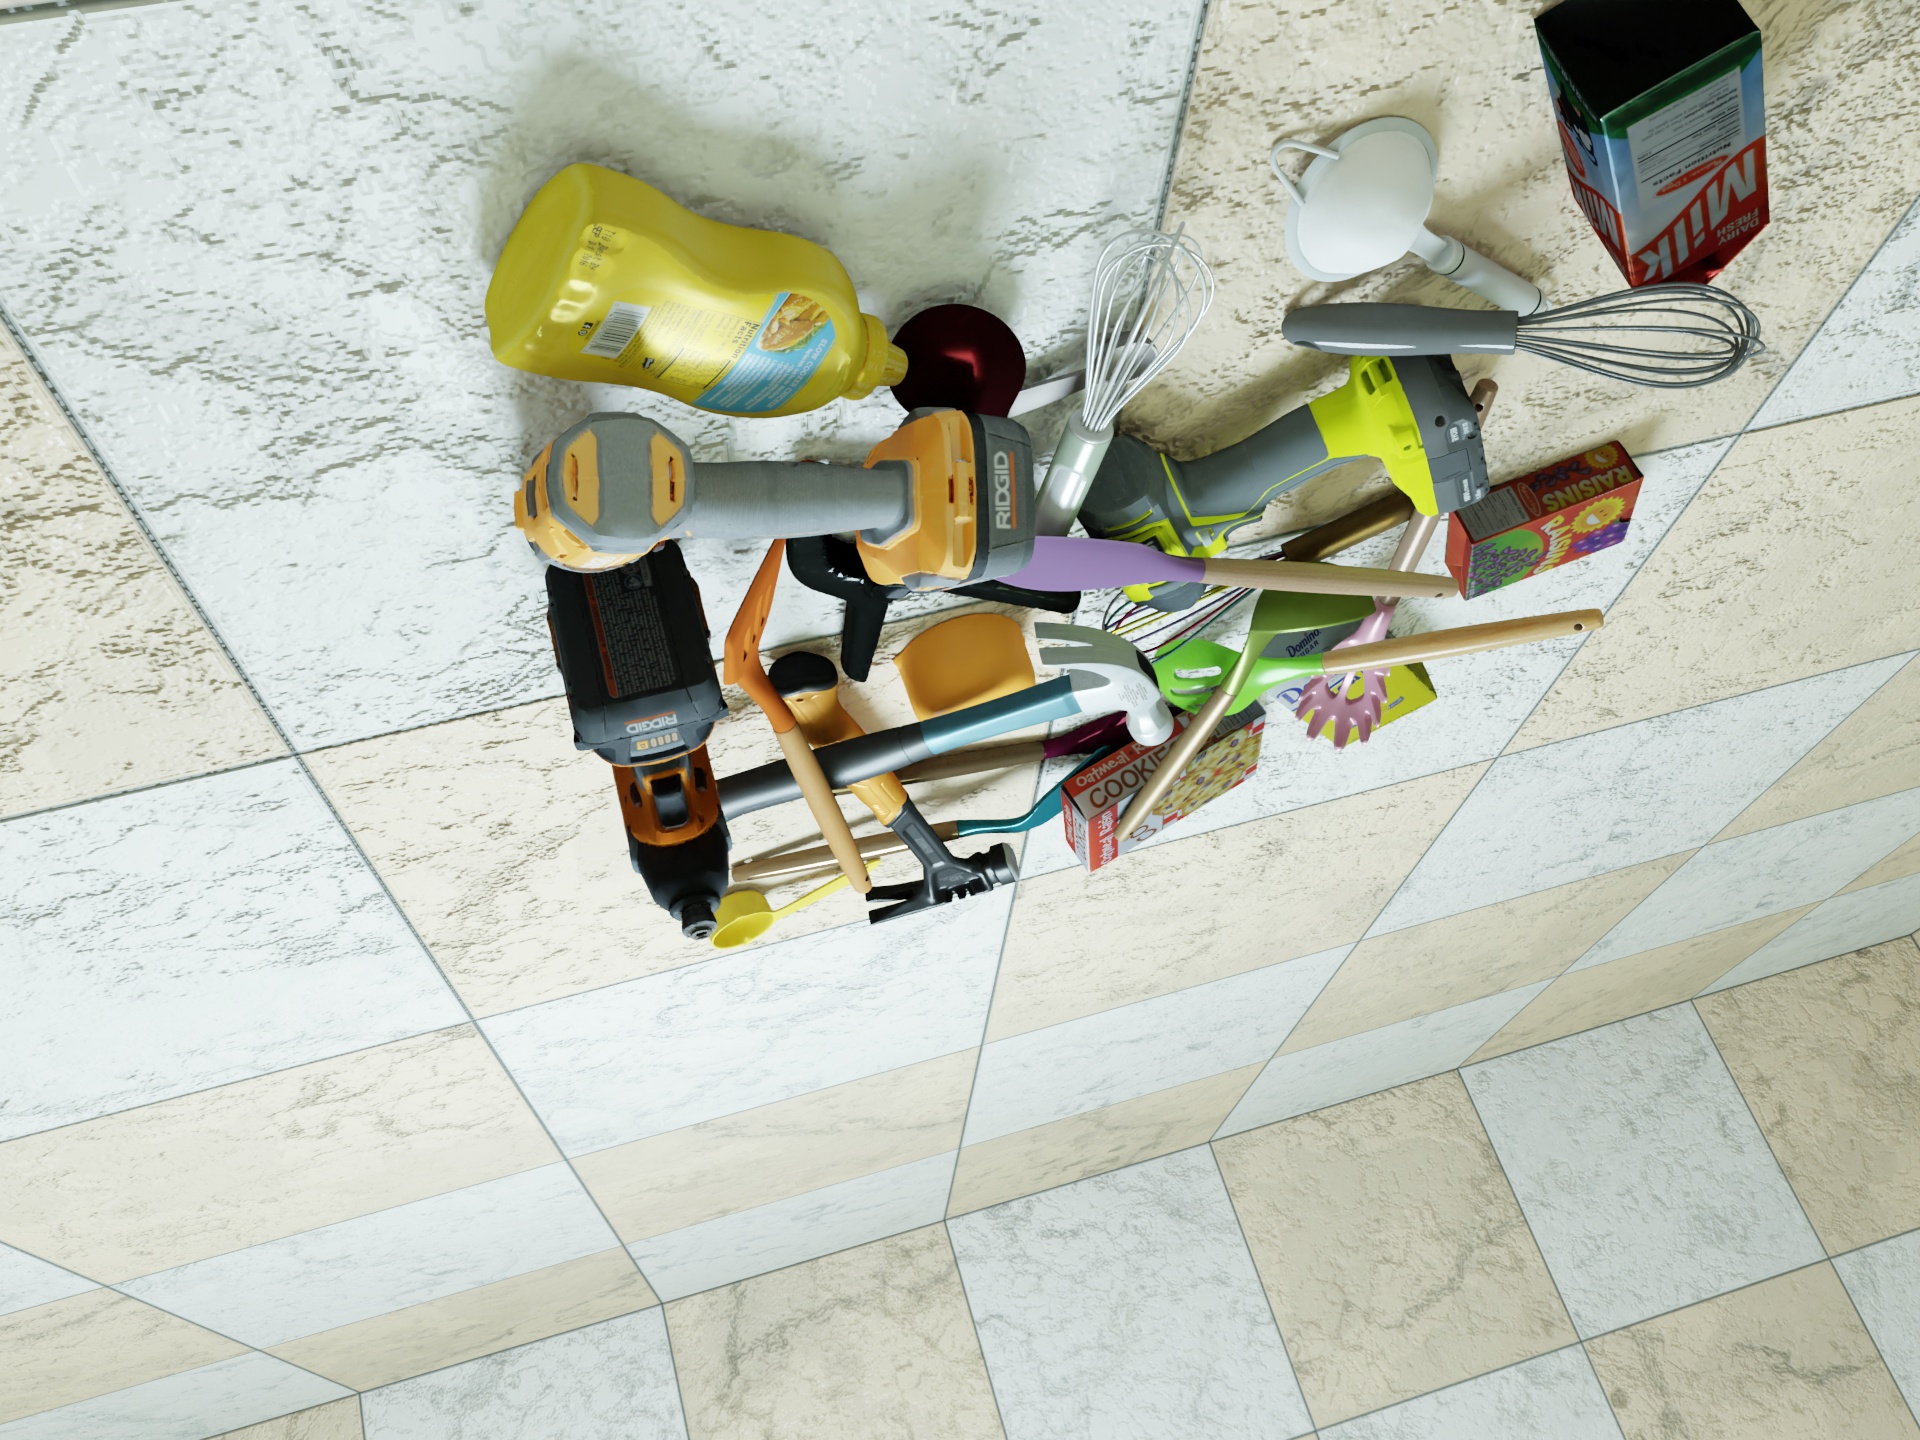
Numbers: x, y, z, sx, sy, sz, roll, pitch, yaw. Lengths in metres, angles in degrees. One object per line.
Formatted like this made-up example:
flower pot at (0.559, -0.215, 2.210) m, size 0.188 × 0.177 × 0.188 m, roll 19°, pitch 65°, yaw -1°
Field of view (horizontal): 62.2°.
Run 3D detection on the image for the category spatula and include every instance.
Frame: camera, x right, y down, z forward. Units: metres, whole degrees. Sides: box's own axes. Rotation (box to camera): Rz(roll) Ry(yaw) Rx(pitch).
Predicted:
spatula at (0.162, -0.086, 0.940) m, size 0.315 × 0.018 × 0.059 m, roll 1°, pitch 155°, yaw -21°
spatula at (-0.092, 0.018, 0.963) m, size 0.041 × 0.081 × 0.322 m, roll 8°, pitch 145°, yaw 20°
spatula at (-0.029, 0.082, 1.264) m, size 0.317 × 0.044 × 0.082 m, roll -12°, pitch 162°, yaw 3°

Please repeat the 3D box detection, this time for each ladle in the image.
ladle at (0.026, -0.132, 0.896) m, size 0.069 × 0.031 × 0.315 m, roll -14°, pitch 158°, yaw 9°
ladle at (0.184, 0.003, 1.114) m, size 0.078 × 0.062 × 0.320 m, roll -17°, pitch 151°, yaw -34°

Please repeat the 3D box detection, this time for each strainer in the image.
strainer at (0.250, -0.245, 0.828) m, size 0.258 × 0.050 × 0.087 m, roll 6°, pitch 130°, yaw -45°

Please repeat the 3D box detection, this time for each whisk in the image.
whisk at (0.200, -0.098, 1.065) m, size 0.245 × 0.051 × 0.047 m, roll -24°, pitch 147°, yaw 4°
whisk at (0.286, -0.201, 0.825) m, size 0.239 × 0.055 × 0.055 m, roll 6°, pitch 159°, yaw 19°
whisk at (0.070, -0.158, 0.824) m, size 0.058 × 0.059 × 0.246 m, roll 23°, pitch 145°, yaw 0°

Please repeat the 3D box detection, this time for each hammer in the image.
hammer at (-0.064, 0.054, 1.142) m, size 0.127 × 0.034 × 0.336 m, roll -18°, pitch 145°, yaw 10°
hammer at (-0.034, 0.016, 1.032) m, size 0.331 × 0.033 × 0.128 m, roll -17°, pitch 145°, yaw 11°

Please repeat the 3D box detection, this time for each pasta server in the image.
pasta server at (0.295, -0.096, 1.069) m, size 0.060 × 0.040 × 0.316 m, roll 20°, pitch 140°, yaw 8°

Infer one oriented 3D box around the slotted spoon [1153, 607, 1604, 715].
slotted spoon at (0.275, -0.045, 1.091) m, size 0.314 × 0.031 × 0.070 m, roll -9°, pitch 124°, yaw 30°

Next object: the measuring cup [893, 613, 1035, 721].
measuring cup at (-0.002, -0.004, 1.099) m, size 0.095 × 0.052 × 0.173 m, roll -9°, pitch 149°, yaw -19°

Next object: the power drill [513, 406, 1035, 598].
power drill at (-0.099, -0.101, 0.769) m, size 0.226 × 0.084 × 0.185 m, roll -2°, pitch 180°, yaw -23°

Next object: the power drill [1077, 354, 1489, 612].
power drill at (0.190, -0.140, 0.948) m, size 0.223 × 0.080 × 0.171 m, roll -22°, pitch 153°, yaw 14°

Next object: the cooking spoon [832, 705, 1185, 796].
cooking spoon at (0.039, 0.027, 1.222) m, size 0.318 × 0.017 × 0.068 m, roll -9°, pitch 151°, yaw -20°

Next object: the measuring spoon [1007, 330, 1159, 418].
measuring spoon at (0.044, -0.181, 0.847) m, size 0.124 × 0.018 × 0.034 m, roll -17°, pitch 156°, yaw 12°

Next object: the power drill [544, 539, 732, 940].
power drill at (-0.173, 0.018, 0.914) m, size 0.084 × 0.164 × 0.226 m, roll -13°, pitch 151°, yaw -11°

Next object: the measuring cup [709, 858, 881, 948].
measuring cup at (-0.141, 0.143, 1.329) m, size 0.156 × 0.029 × 0.062 m, roll -25°, pitch 155°, yaw -13°
